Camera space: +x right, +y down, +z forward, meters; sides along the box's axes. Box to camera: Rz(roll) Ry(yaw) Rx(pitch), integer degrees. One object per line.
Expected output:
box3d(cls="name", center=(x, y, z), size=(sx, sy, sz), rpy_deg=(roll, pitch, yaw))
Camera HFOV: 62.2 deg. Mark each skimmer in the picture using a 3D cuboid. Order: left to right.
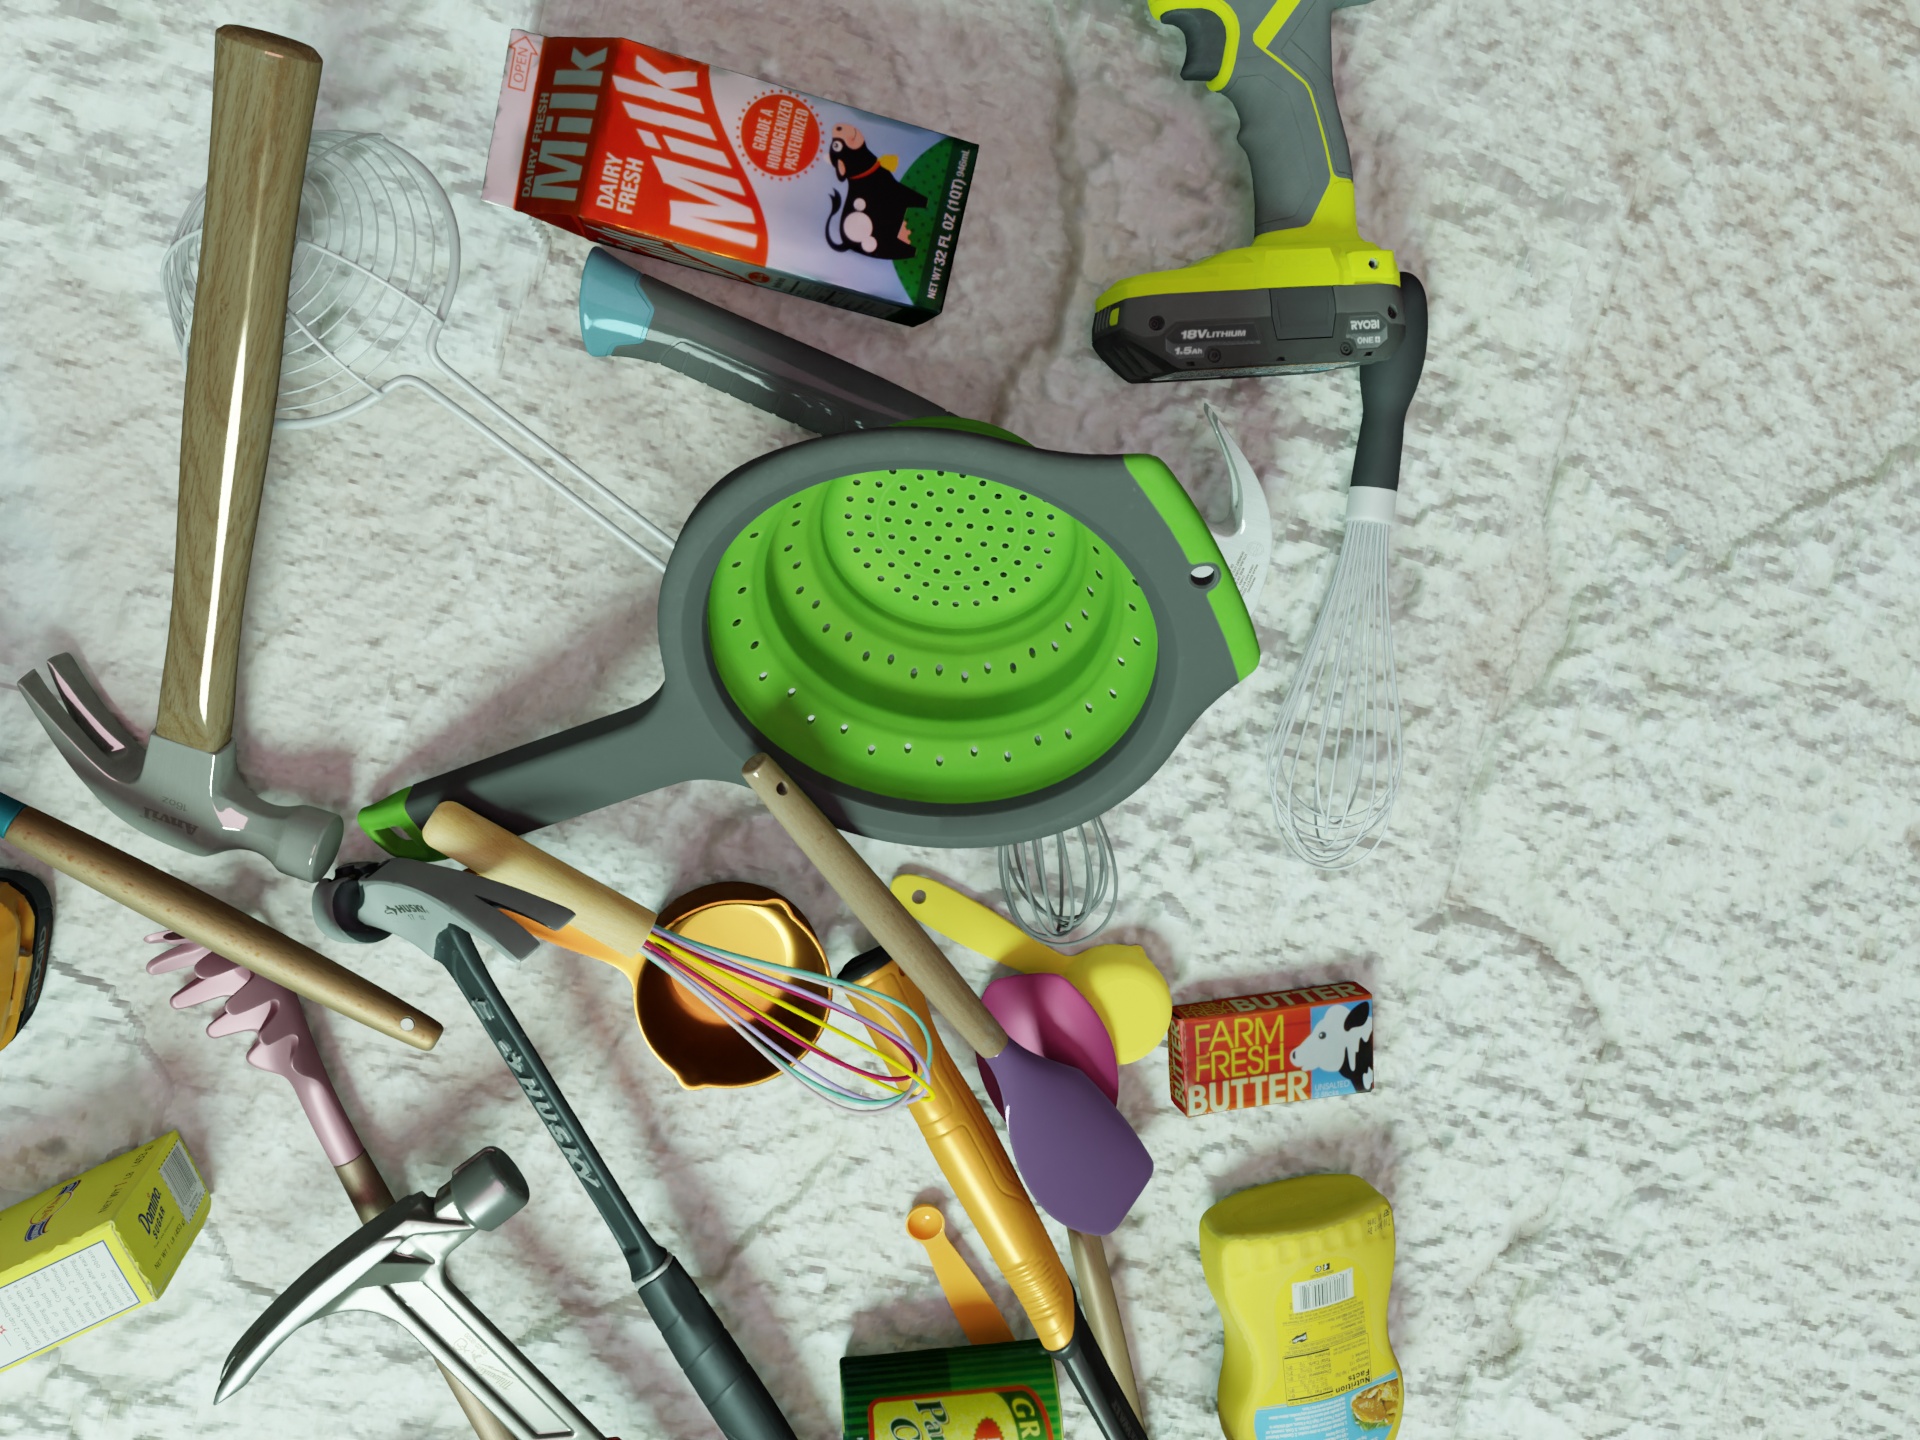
box3d(cls="skimmer", center=(-0.167, -0.104, 0.689), size=(0.363, 0.090, 0.127), rpy_deg=(38, 89, -25))

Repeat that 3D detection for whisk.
box3d(cls="whisk", center=(-0.113, 0.100, 0.673), size=(0.245, 0.047, 0.051), rpy_deg=(32, 93, -11))
box3d(cls="whisk", center=(0.033, -0.005, 0.718), size=(0.055, 0.055, 0.238), rpy_deg=(-13, 110, -9))
box3d(cls="whisk", center=(0.190, -0.070, 0.756), size=(0.070, 0.070, 0.284), rpy_deg=(6, 93, -12))

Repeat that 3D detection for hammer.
box3d(cls="hammer", center=(-0.287, -0.093, 0.612), size=(0.130, 0.031, 0.331), rpy_deg=(18, 115, -2))
box3d(cls="hammer", center=(-0.161, 0.364, 0.729), size=(0.149, 0.037, 0.359), rpy_deg=(-38, 107, -6))
box3d(cls="hammer", center=(-0.143, 0.233, 0.715), size=(0.036, 0.149, 0.408), rpy_deg=(-43, 116, -41))
box3d(cls="hammer", center=(-0.012, -0.122, 0.706), size=(0.331, 0.033, 0.128), rpy_deg=(21, 110, -11))
box3d(cls="hammer", center=(0.031, 0.259, 0.736), size=(0.034, 0.127, 0.337), rpy_deg=(-28, 91, 27))

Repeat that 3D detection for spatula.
box3d(cls="spatula", center=(-0.354, 0.054, 0.644), size=(0.317, 0.044, 0.082), rpy_deg=(31, 68, -10))
box3d(cls="spatula", center=(0.000, 0.128, 0.695), size=(0.060, 0.018, 0.315), rpy_deg=(-49, 122, -22))

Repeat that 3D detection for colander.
box3d(cls="colander", center=(-0.081, -0.027, 0.654), size=(0.397, 0.095, 0.204), rpy_deg=(-18, 129, 22))

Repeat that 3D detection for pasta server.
box3d(cls="pasta server", center=(-0.271, 0.224, 0.718), size=(0.040, 0.060, 0.316), rpy_deg=(-36, 111, -43))

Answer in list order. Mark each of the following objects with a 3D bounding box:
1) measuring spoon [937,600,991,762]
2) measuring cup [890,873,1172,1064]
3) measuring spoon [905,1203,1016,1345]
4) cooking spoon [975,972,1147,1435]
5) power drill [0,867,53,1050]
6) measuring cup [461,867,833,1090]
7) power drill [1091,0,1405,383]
box3d(cls="measuring spoon", center=(-0.001, -0.002, 0.749), size=(0.034, 0.018, 0.124), rpy_deg=(14, 89, -11))
box3d(cls="measuring cup", center=(0.035, 0.116, 0.764), size=(0.156, 0.029, 0.062), rpy_deg=(30, 92, -16))
box3d(cls="measuring spoon", center=(0.003, 0.287, 0.798), size=(0.021, 0.011, 0.116), rpy_deg=(-27, 107, 2))
box3d(cls="cooking spoon", center=(0.065, 0.270, 0.793), size=(0.069, 0.017, 0.318), rpy_deg=(-9, 106, 15))
box3d(cls="power drill", center=(-0.451, 0.104, 0.564), size=(0.185, 0.226, 0.084), rpy_deg=(11, 97, -13))
box3d(cls="measuring cup", center=(-0.142, 0.099, 0.717), size=(0.173, 0.052, 0.095), rpy_deg=(26, 94, -12))
box3d(cls="power drill", center=(0.109, -0.267, 0.694), size=(0.190, 0.080, 0.228), rpy_deg=(-5, 98, -10))
